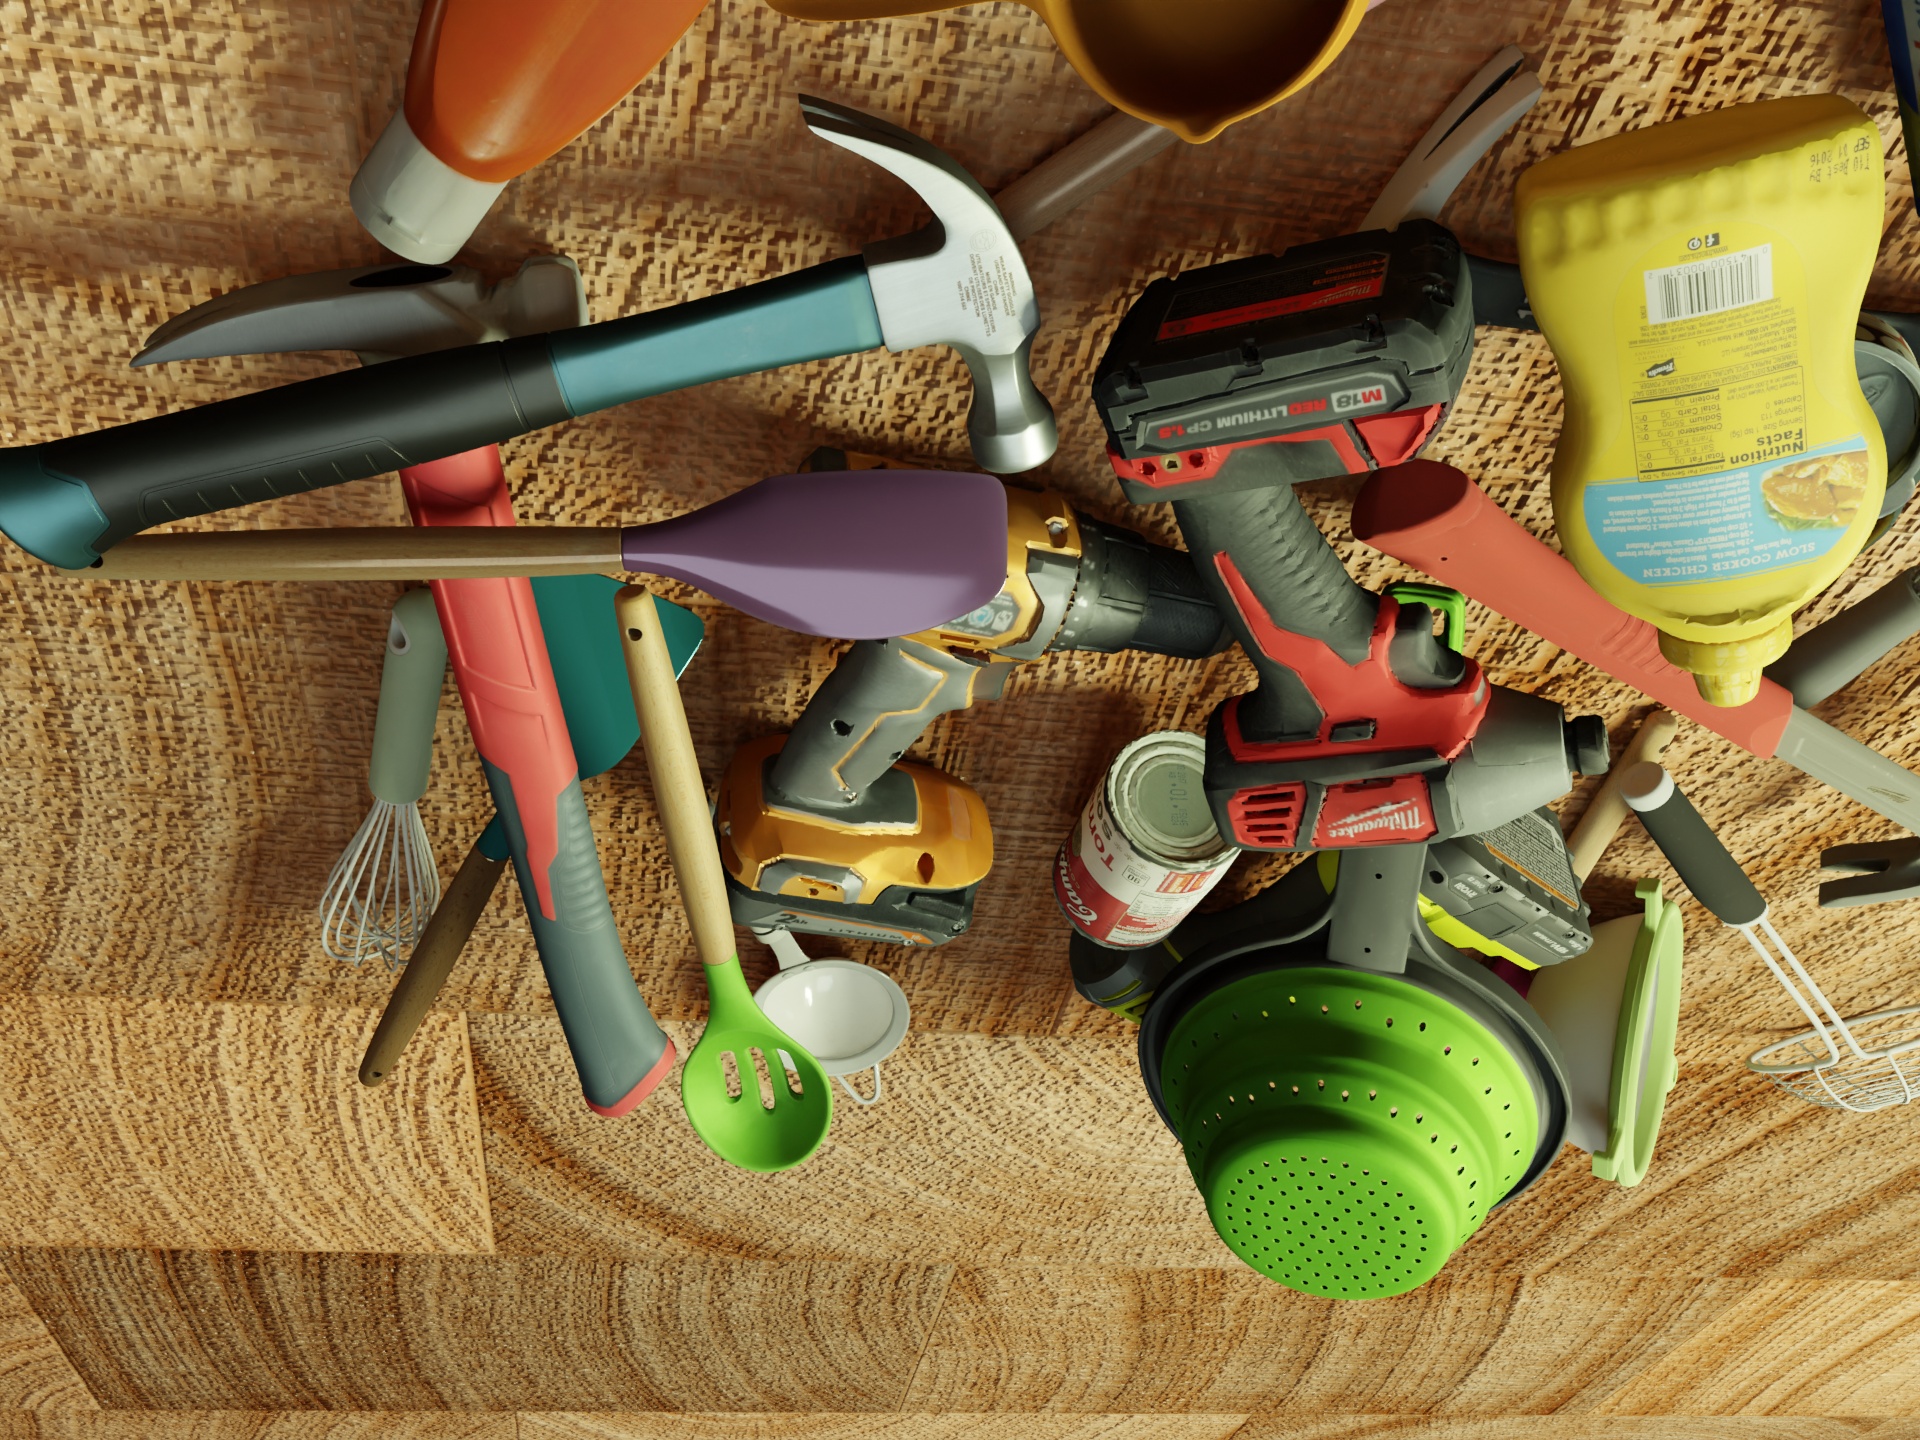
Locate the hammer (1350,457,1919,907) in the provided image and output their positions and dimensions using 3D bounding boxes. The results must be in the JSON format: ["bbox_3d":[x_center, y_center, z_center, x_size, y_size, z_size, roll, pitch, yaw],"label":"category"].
[{"bbox_3d":[0.309,-0.010,0.669,0.359,0.037,0.149,25,155,-17],"label":"hammer"}]

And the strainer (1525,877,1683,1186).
[{"bbox_3d":[0.361,0.180,0.893,0.069,0.151,0.256,8,167,29],"label":"strainer"}]

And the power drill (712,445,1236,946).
[{"bbox_3d":[-0.001,-0.002,0.661,0.185,0.084,0.226,9,133,-17],"label":"power drill"}]

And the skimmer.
[{"bbox_3d":[0.431,0.108,0.840,0.127,0.090,0.363,-24,128,35],"label":"skimmer"}]

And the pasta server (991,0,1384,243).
[{"bbox_3d":[0.087,-0.196,0.473,0.316,0.040,0.060,-27,115,26],"label":"pasta server"}]

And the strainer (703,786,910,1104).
[{"bbox_3d":[-0.092,0.106,0.805,0.087,0.050,0.258,-18,131,7],"label":"strainer"}]

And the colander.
[{"bbox_3d":[0.172,0.131,0.691,0.204,0.094,0.396,9,126,15],"label":"colander"}]

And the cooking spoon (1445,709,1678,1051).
[{"bbox_3d":[0.309,0.105,0.847,0.068,0.017,0.318,-14,142,-19],"label":"cooking spoon"}]

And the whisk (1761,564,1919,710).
[{"bbox_3d":[0.384,-0.048,0.631,0.055,0.055,0.238,7,153,-13],"label":"whisk"}]

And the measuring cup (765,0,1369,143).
[{"bbox_3d":[0.031,-0.212,0.444,0.174,0.052,0.095,6,116,23],"label":"measuring cup"}]

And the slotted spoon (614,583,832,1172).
[{"bbox_3d":[-0.103,0.078,0.660,0.070,0.031,0.313,-3,127,5],"label":"slotted spoon"}]

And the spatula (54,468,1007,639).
[{"bbox_3d":[-0.140,-0.055,0.540,0.316,0.018,0.059,-1,104,-6],"label":"spatula"}]

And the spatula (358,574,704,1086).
[{"bbox_3d":[-0.215,0.065,0.713,0.082,0.044,0.317,18,127,-26],"label":"spatula"}]

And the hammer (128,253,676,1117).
[{"bbox_3d":[-0.185,0.016,0.621,0.143,0.038,0.386,-7,125,-4],"label":"hammer"}]

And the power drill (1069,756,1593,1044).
[{"bbox_3d":[0.190,0.109,0.804,0.171,0.080,0.223,30,133,-31],"label":"power drill"}]

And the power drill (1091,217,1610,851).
[{"bbox_3d":[0.137,-0.047,0.546,0.143,0.079,0.219,-6,126,25],"label":"power drill"}]

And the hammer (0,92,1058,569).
[{"bbox_3d":[-0.138,-0.104,0.500,0.331,0.033,0.128,-14,127,-1],"label":"hammer"}]

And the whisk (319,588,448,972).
[{"bbox_3d":[-0.251,0.034,0.711,0.059,0.058,0.246,-19,148,-39],"label":"whisk"}]

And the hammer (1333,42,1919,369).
[{"bbox_3d":[0.327,-0.139,0.560,0.409,0.036,0.149,3,137,-9],"label":"hammer"}]
